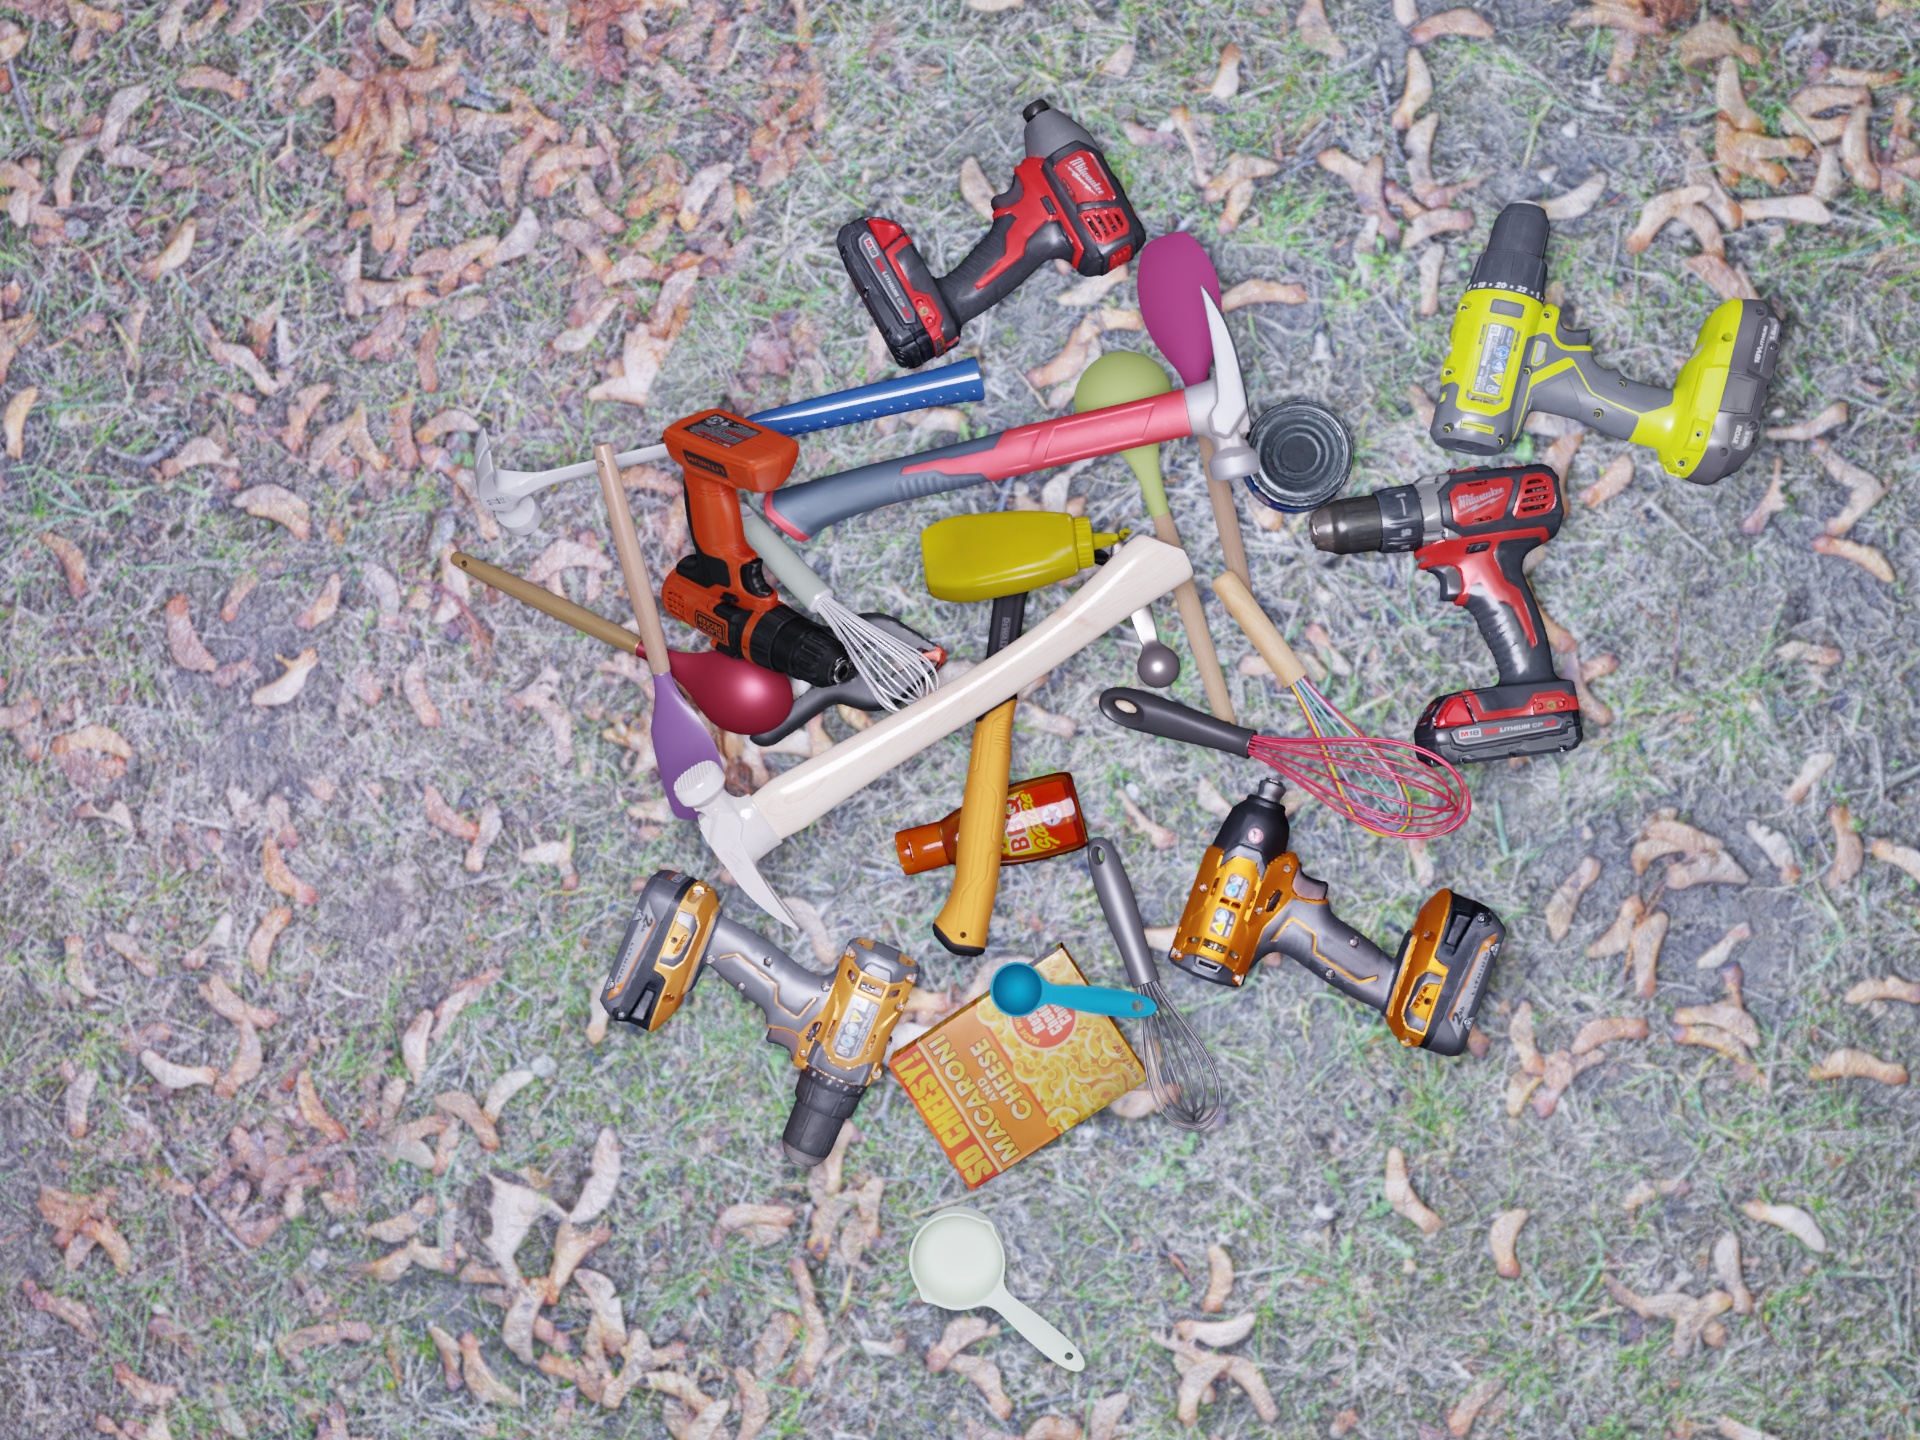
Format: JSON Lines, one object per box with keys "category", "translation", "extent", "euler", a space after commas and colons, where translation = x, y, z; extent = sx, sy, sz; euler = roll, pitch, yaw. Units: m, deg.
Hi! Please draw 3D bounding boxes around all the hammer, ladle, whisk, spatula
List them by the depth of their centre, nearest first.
{"category": "hammer", "translation": [-0.002, -0.004, 1.187], "extent": [0.410, 0.038, 0.146], "euler": [-32, 114, -1]}
{"category": "whisk", "translation": [0.239, 0.025, 1.208], "extent": [0.296, 0.073, 0.073], "euler": [18, 92, 24]}
{"category": "hammer", "translation": [0.026, -0.219, 1.226], "extent": [0.386, 0.038, 0.143], "euler": [-11, 99, 16]}
{"category": "hammer", "translation": [0.033, 0.015, 1.235], "extent": [0.127, 0.034, 0.337], "euler": [7, 79, 7]}
{"category": "whisk", "translation": [0.272, -0.012, 1.236], "extent": [0.047, 0.051, 0.245], "euler": [-36, 90, 11]}
{"category": "spatula", "translation": [-0.237, -0.062, 1.237], "extent": [0.060, 0.018, 0.315], "euler": [-2, 114, 21]}
{"category": "whisk", "translation": [0.147, 0.203, 1.241], "extent": [0.055, 0.055, 0.239], "euler": [-20, 77, 4]}
{"category": "whisk", "translation": [-0.103, -0.087, 1.243], "extent": [0.246, 0.059, 0.058], "euler": [45, 50, 17]}
{"category": "hammer", "translation": [-0.181, -0.226, 1.249], "extent": [0.405, 0.144, 0.035], "euler": [-14, 78, -2]}
{"category": "ladle", "translation": [0.166, -0.137, 1.259], "extent": [0.078, 0.062, 0.320], "euler": [-18, 95, 6]}
{"category": "ladle", "translation": [-0.279, -0.071, 1.282], "extent": [0.315, 0.031, 0.069], "euler": [25, 101, 12]}

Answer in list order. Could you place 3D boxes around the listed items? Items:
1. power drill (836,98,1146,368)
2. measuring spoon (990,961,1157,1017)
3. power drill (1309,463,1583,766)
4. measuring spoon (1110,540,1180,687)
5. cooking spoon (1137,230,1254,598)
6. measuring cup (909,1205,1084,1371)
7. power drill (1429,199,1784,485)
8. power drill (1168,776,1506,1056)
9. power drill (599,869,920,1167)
{"category": "power drill", "translation": [0.020, -0.384, 1.250], "extent": [0.219, 0.078, 0.143], "euler": [-28, 88, 1]}
{"category": "measuring spoon", "translation": [0.087, 0.214, 1.226], "extent": [0.128, 0.021, 0.042], "euler": [7, 80, 6]}
{"category": "power drill", "translation": [0.374, -0.079, 1.220], "extent": [0.188, 0.080, 0.227], "euler": [-7, 87, 4]}
{"category": "measuring spoon", "translation": [0.144, -0.086, 1.265], "extent": [0.034, 0.018, 0.124], "euler": [-19, 89, 2]}
{"category": "cooking spoon", "translation": [0.195, -0.226, 1.255], "extent": [0.069, 0.017, 0.319], "euler": [-12, 92, 32]}
{"category": "measuring cup", "translation": [0.033, 0.454, 1.266], "extent": [0.167, 0.038, 0.083], "euler": [40, 93, 2]}
{"category": "power drill", "translation": [0.489, -0.283, 1.211], "extent": [0.228, 0.080, 0.190], "euler": [14, 91, 7]}
{"category": "power drill", "translation": [0.292, 0.150, 1.224], "extent": [0.226, 0.084, 0.164], "euler": [19, 92, 8]}
{"category": "power drill", "translation": [-0.167, 0.236, 1.263], "extent": [0.226, 0.084, 0.185], "euler": [22, 93, 0]}
